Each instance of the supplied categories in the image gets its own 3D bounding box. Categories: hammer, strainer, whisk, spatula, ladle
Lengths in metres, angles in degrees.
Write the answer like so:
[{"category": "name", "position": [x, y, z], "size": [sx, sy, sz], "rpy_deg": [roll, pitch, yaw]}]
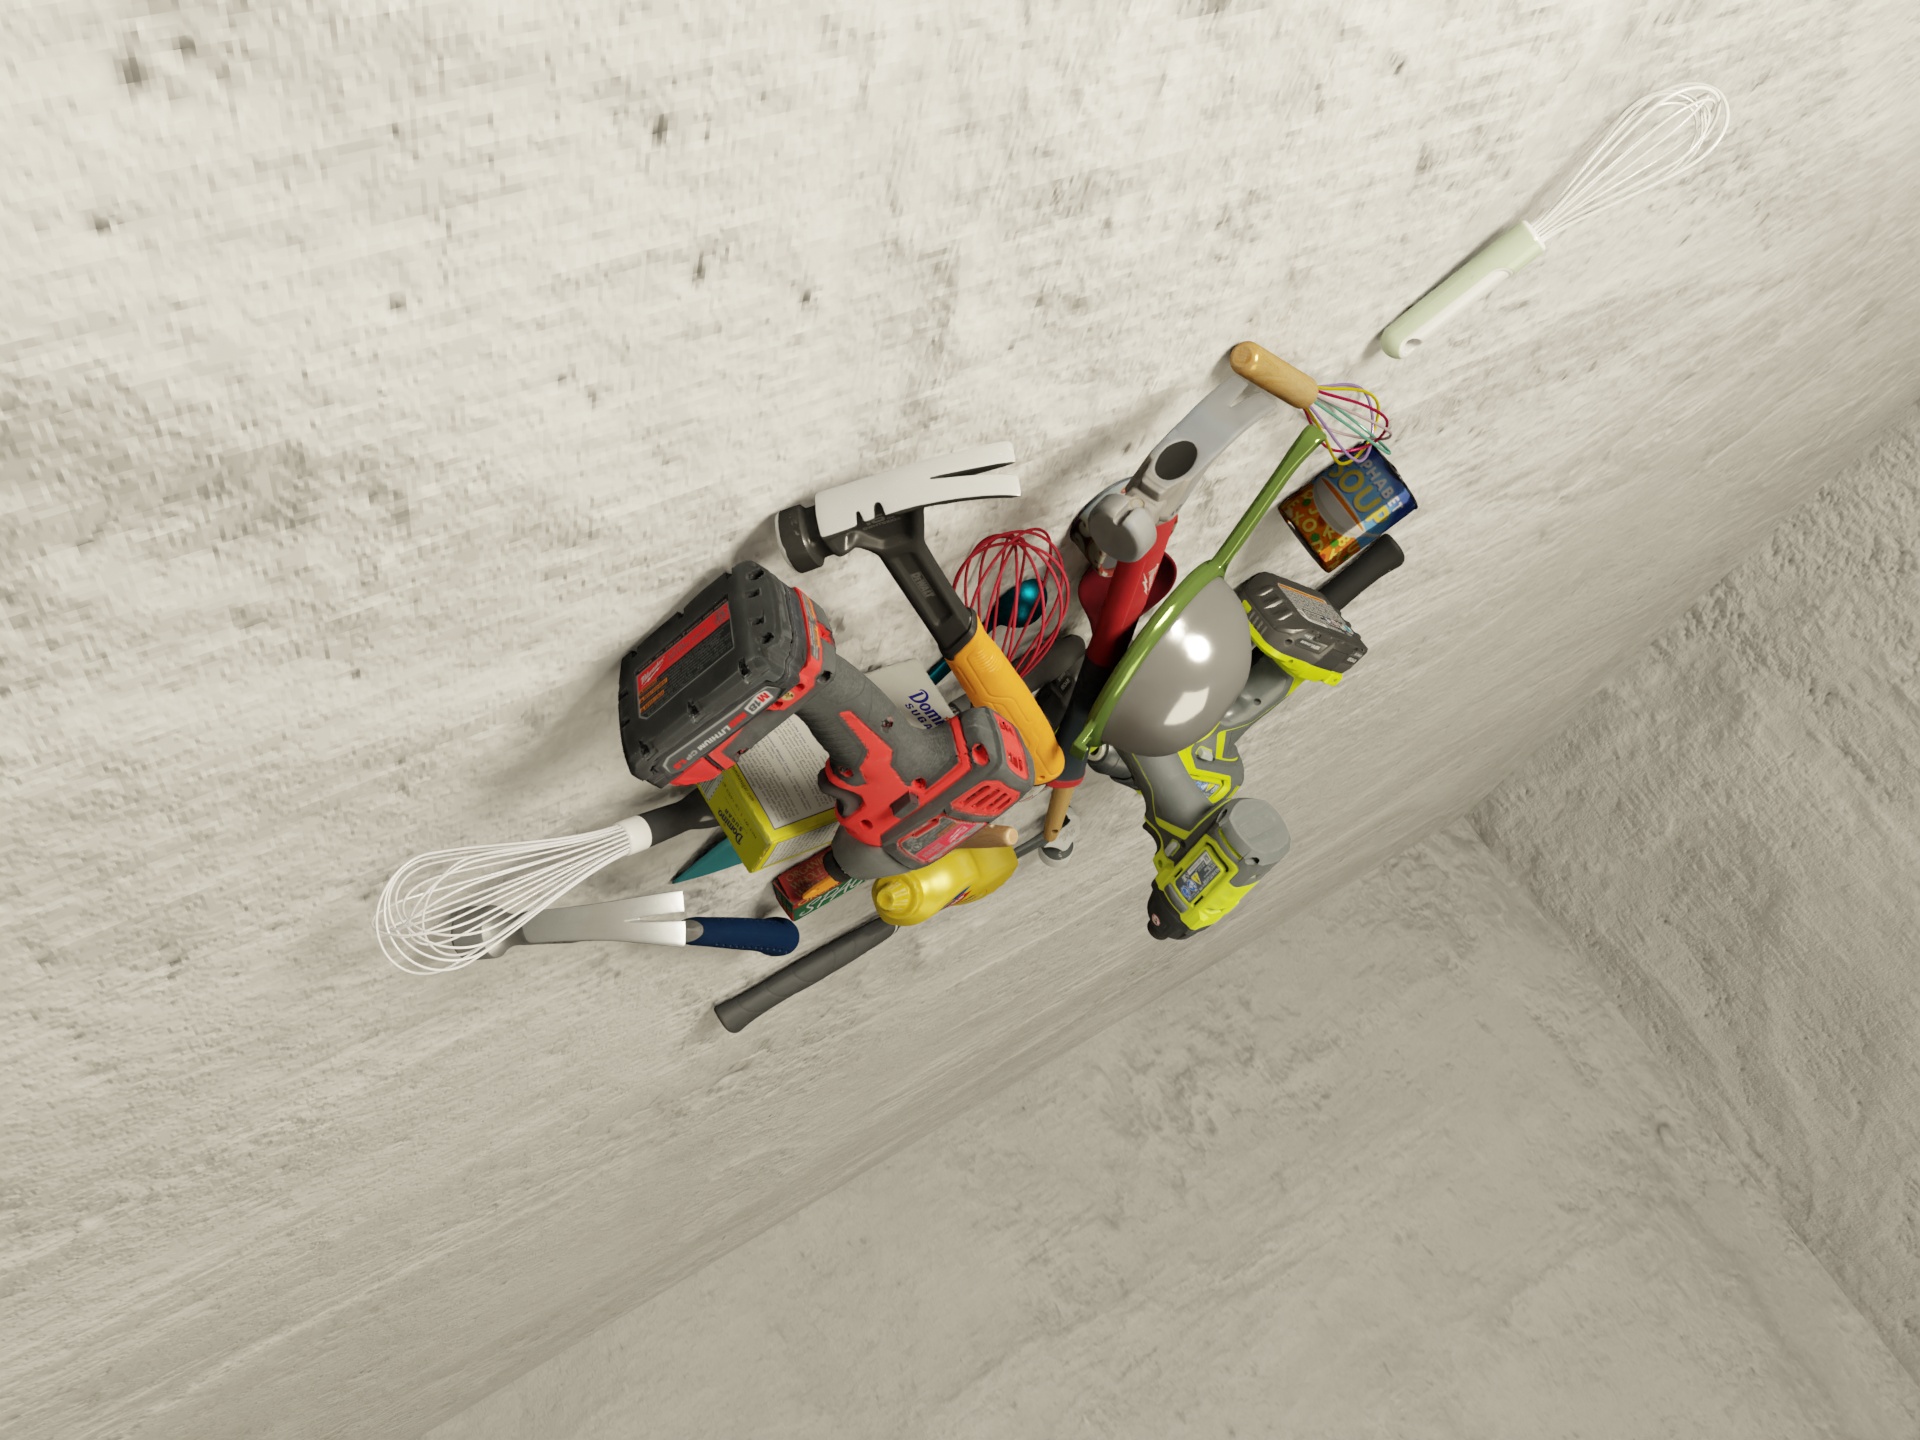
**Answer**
[{"category": "hammer", "position": [-0.198, 0.153, 1.156], "size": [0.144, 0.035, 0.405], "rpy_deg": [-6, 170, 13]}, {"category": "strainer", "position": [0.177, -0.069, 1.038], "size": [0.256, 0.069, 0.151], "rpy_deg": [-57, 167, 22]}, {"category": "whisk", "position": [0.021, -0.023, 1.060], "size": [0.073, 0.073, 0.295], "rpy_deg": [-26, 151, -24]}, {"category": "hammer", "position": [-0.053, 0.190, 1.546], "size": [0.409, 0.036, 0.149], "rpy_deg": [-28, 159, -17]}, {"category": "spatula", "position": [-0.078, 0.086, 1.077], "size": [0.317, 0.044, 0.082], "rpy_deg": [-3, -172, 45]}, {"category": "whisk", "position": [-0.227, 0.079, 0.969], "size": [0.284, 0.070, 0.070], "rpy_deg": [-22, 158, -46]}, {"category": "whisk", "position": [0.375, -0.315, 1.019], "size": [0.246, 0.059, 0.057], "rpy_deg": [-38, 149, 23]}, {"category": "hammer", "position": [0.109, -0.064, 1.053], "size": [0.143, 0.038, 0.386], "rpy_deg": [-46, 166, -25]}, {"category": "whisk", "position": [-0.002, -0.003, 1.154], "size": [0.239, 0.055, 0.055], "rpy_deg": [-31, 161, -24]}, {"category": "ladle", "position": [0.098, -0.016, 1.200], "size": [0.069, 0.031, 0.315], "rpy_deg": [1, 134, -12]}, {"category": "hammer", "position": [0.278, -0.057, 1.497], "size": [0.334, 0.035, 0.146], "rpy_deg": [-41, 161, 19]}, {"category": "whisk", "position": [0.234, -0.208, 1.052], "size": [0.047, 0.051, 0.244], "rpy_deg": [-37, 159, 25]}, {"category": "hammer", "position": [0.014, -0.043, 0.933], "size": [0.127, 0.034, 0.336], "rpy_deg": [-16, 150, 11]}]

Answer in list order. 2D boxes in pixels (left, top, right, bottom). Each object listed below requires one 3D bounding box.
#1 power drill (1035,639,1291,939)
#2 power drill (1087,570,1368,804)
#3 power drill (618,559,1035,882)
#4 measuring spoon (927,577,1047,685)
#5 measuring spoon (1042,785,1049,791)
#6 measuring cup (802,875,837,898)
[{"category": "power drill", "position": [0.147, 0.061, 1.272], "size": [0.080, 0.223, 0.171], "rpy_deg": [-20, 156, -35]}, {"category": "power drill", "position": [0.226, -0.018, 1.393], "size": [0.190, 0.080, 0.228], "rpy_deg": [12, 127, -45]}, {"category": "power drill", "position": [-0.075, 0.018, 0.878], "size": [0.143, 0.079, 0.219], "rpy_deg": [-36, 134, 23]}, {"category": "measuring spoon", "position": [0.014, -0.048, 1.098], "size": [0.128, 0.021, 0.042], "rpy_deg": [-42, 159, 19]}, {"category": "measuring spoon", "position": [0.034, 0.081, 1.394], "size": [0.124, 0.018, 0.034], "rpy_deg": [-24, -174, 26]}, {"category": "measuring cup", "position": [-0.079, 0.081, 1.220], "size": [0.095, 0.052, 0.173], "rpy_deg": [-5, 155, -46]}]
